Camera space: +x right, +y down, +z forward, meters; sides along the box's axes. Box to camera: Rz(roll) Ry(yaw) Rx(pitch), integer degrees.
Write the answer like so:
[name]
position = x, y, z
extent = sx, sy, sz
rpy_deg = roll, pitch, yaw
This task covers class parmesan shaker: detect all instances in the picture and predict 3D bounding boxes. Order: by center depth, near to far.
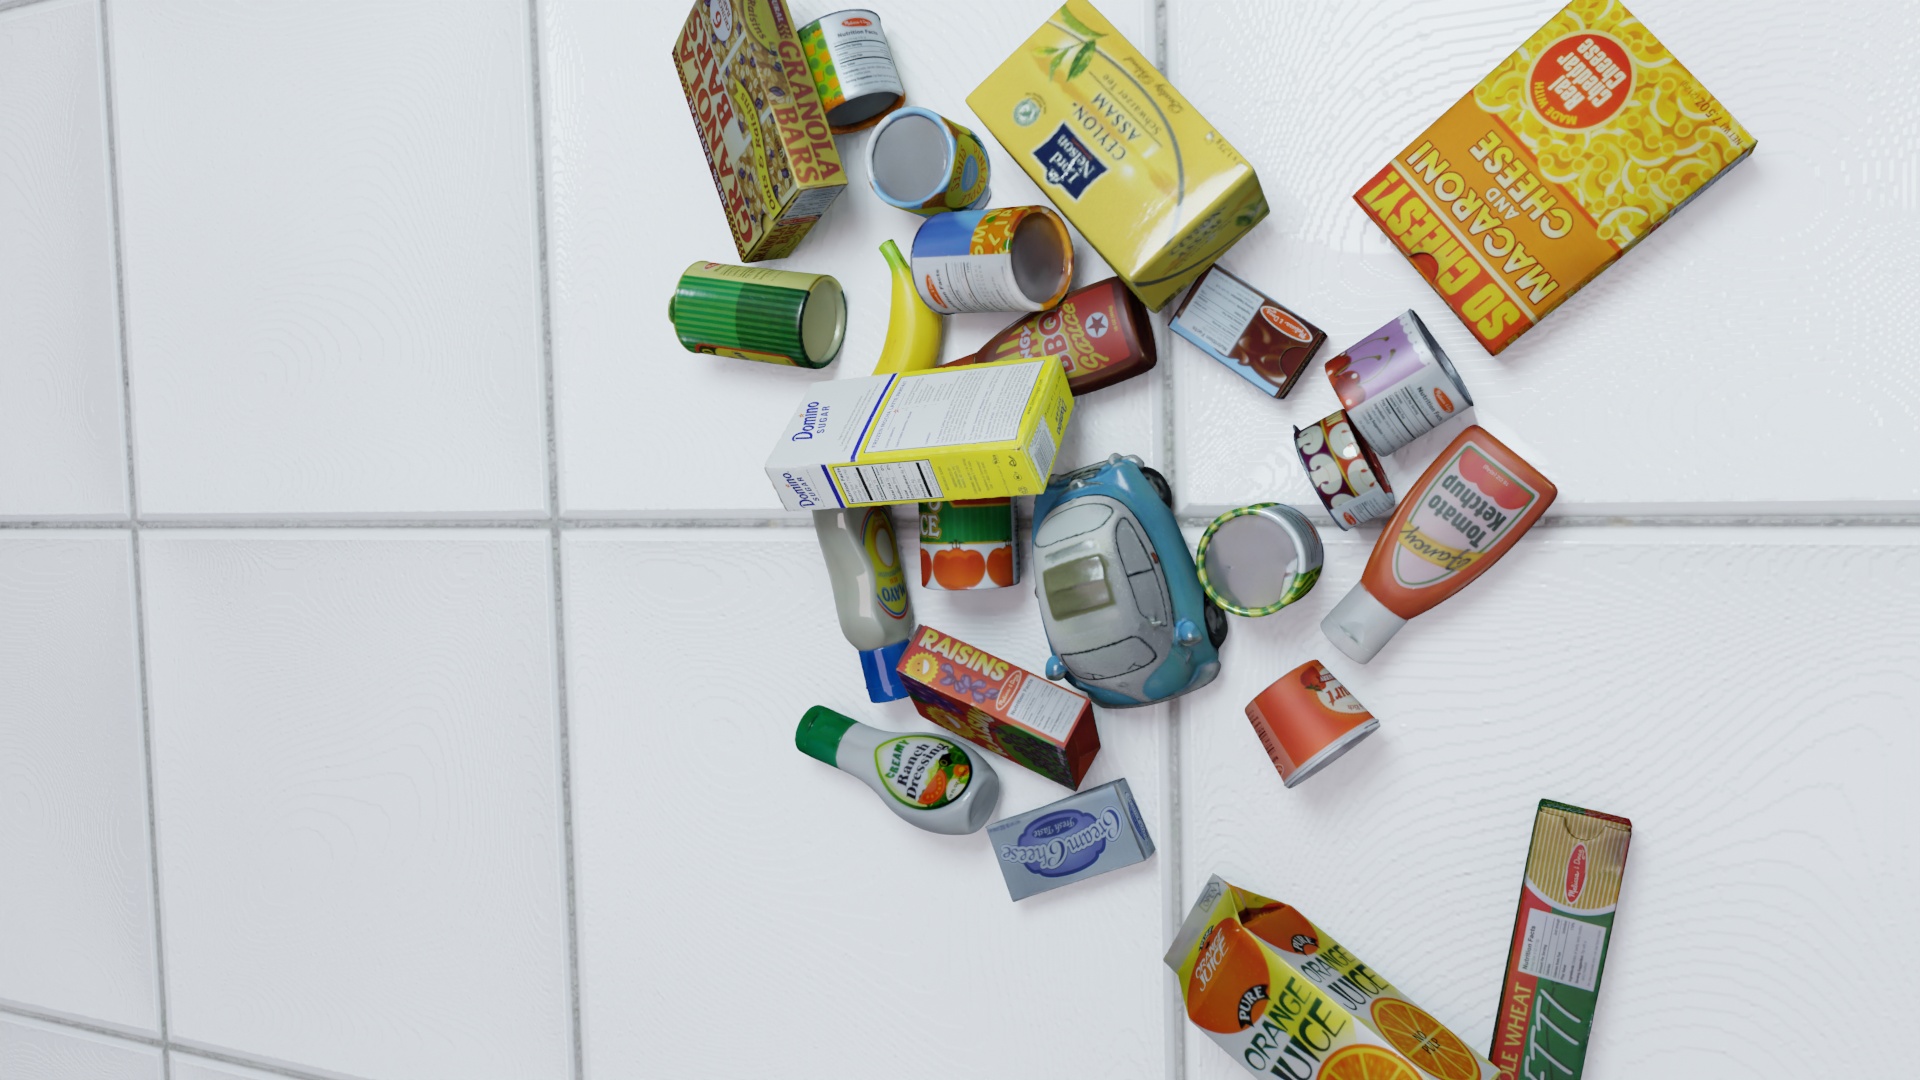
[parmesan shaker]
position = -0.141, -0.156, 0.967
extent = 0.103, 0.071, 0.071
rpy_deg = 11, 98, 23

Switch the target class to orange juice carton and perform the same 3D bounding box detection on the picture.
[orange juice carton]
position = 0.210, 0.286, 0.827
extent = 0.193, 0.073, 0.071
rpy_deg = 36, 109, 31

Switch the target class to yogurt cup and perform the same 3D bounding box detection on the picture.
[yogurt cup]
position = 0.208, 0.108, 0.832
extent = 0.072, 0.072, 0.054
rpy_deg = -42, 69, 21

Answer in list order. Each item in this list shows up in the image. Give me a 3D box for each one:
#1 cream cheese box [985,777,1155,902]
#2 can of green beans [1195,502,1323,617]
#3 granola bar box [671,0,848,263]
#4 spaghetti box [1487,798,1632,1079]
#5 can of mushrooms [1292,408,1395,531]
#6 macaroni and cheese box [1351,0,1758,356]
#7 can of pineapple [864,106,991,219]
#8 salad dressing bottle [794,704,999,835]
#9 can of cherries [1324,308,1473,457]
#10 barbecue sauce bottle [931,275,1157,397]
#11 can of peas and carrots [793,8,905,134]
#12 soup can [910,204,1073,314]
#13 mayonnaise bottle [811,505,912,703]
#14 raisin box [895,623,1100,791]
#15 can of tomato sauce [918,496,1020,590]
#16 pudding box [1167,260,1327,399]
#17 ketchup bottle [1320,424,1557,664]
[cream cheese box]
position = 0.072, 0.198, 0.920
extent = 0.103, 0.024, 0.053
rpy_deg = -24, 84, 24
[can of green beans]
position = 0.181, 0.011, 0.840
extent = 0.071, 0.058, 0.071
rpy_deg = 2, 95, 24
[granola bar box]
position = -0.140, -0.289, 0.941
extent = 0.124, 0.039, 0.165
rpy_deg = -27, 80, 61
[spaghetti box]
position = 0.337, 0.275, 0.803
extent = 0.050, 0.029, 0.249
rpy_deg = 11, 98, 23
[can of mushrooms]
position = 0.224, -0.044, 0.813
extent = 0.033, 0.071, 0.071
rpy_deg = -29, 82, 23
[macaroni and cheese box]
position = 0.323, -0.203, 0.771
extent = 0.166, 0.040, 0.124
rpy_deg = -42, 76, 21
[can of pineapple]
position = -0.020, -0.246, 0.914
extent = 0.071, 0.058, 0.071
rpy_deg = 2, 94, 24
[salad dressing bottle]
position = -0.046, 0.154, 0.956
extent = 0.148, 0.043, 0.064
rpy_deg = 18, 63, 28
[can of cherries]
position = 0.251, -0.091, 0.800
extent = 0.058, 0.071, 0.071
rpy_deg = -34, 80, 24
[barbecue sauce bottle]
position = 0.049, -0.117, 0.899
extent = 0.148, 0.044, 0.065
rpy_deg = -18, 79, 25
[can of peas and carrots]
position = -0.077, -0.312, 0.932
extent = 0.071, 0.071, 0.058
rpy_deg = -20, 86, 24
[soup can]
position = 0.022, -0.180, 0.884
extent = 0.084, 0.071, 0.071
rpy_deg = 7, 97, 43
[mayonnaise bottle]
position = -0.061, 0.035, 0.951
extent = 0.041, 0.065, 0.148
rpy_deg = -13, 92, 28
[raisin box]
position = 0.026, 0.108, 0.900
extent = 0.123, 0.085, 0.040
rpy_deg = 23, 69, 21
[can of tomato sauce]
position = 0.003, -0.011, 0.913
extent = 0.071, 0.071, 0.083
rpy_deg = -1, 94, 25
[pudding box]
position = 0.175, -0.128, 0.849
extent = 0.084, 0.030, 0.049
rpy_deg = 37, 106, 18
[ketchup bottle]
position = 0.272, 0.007, 0.807
extent = 0.065, 0.043, 0.148
rpy_deg = 43, 110, 16
